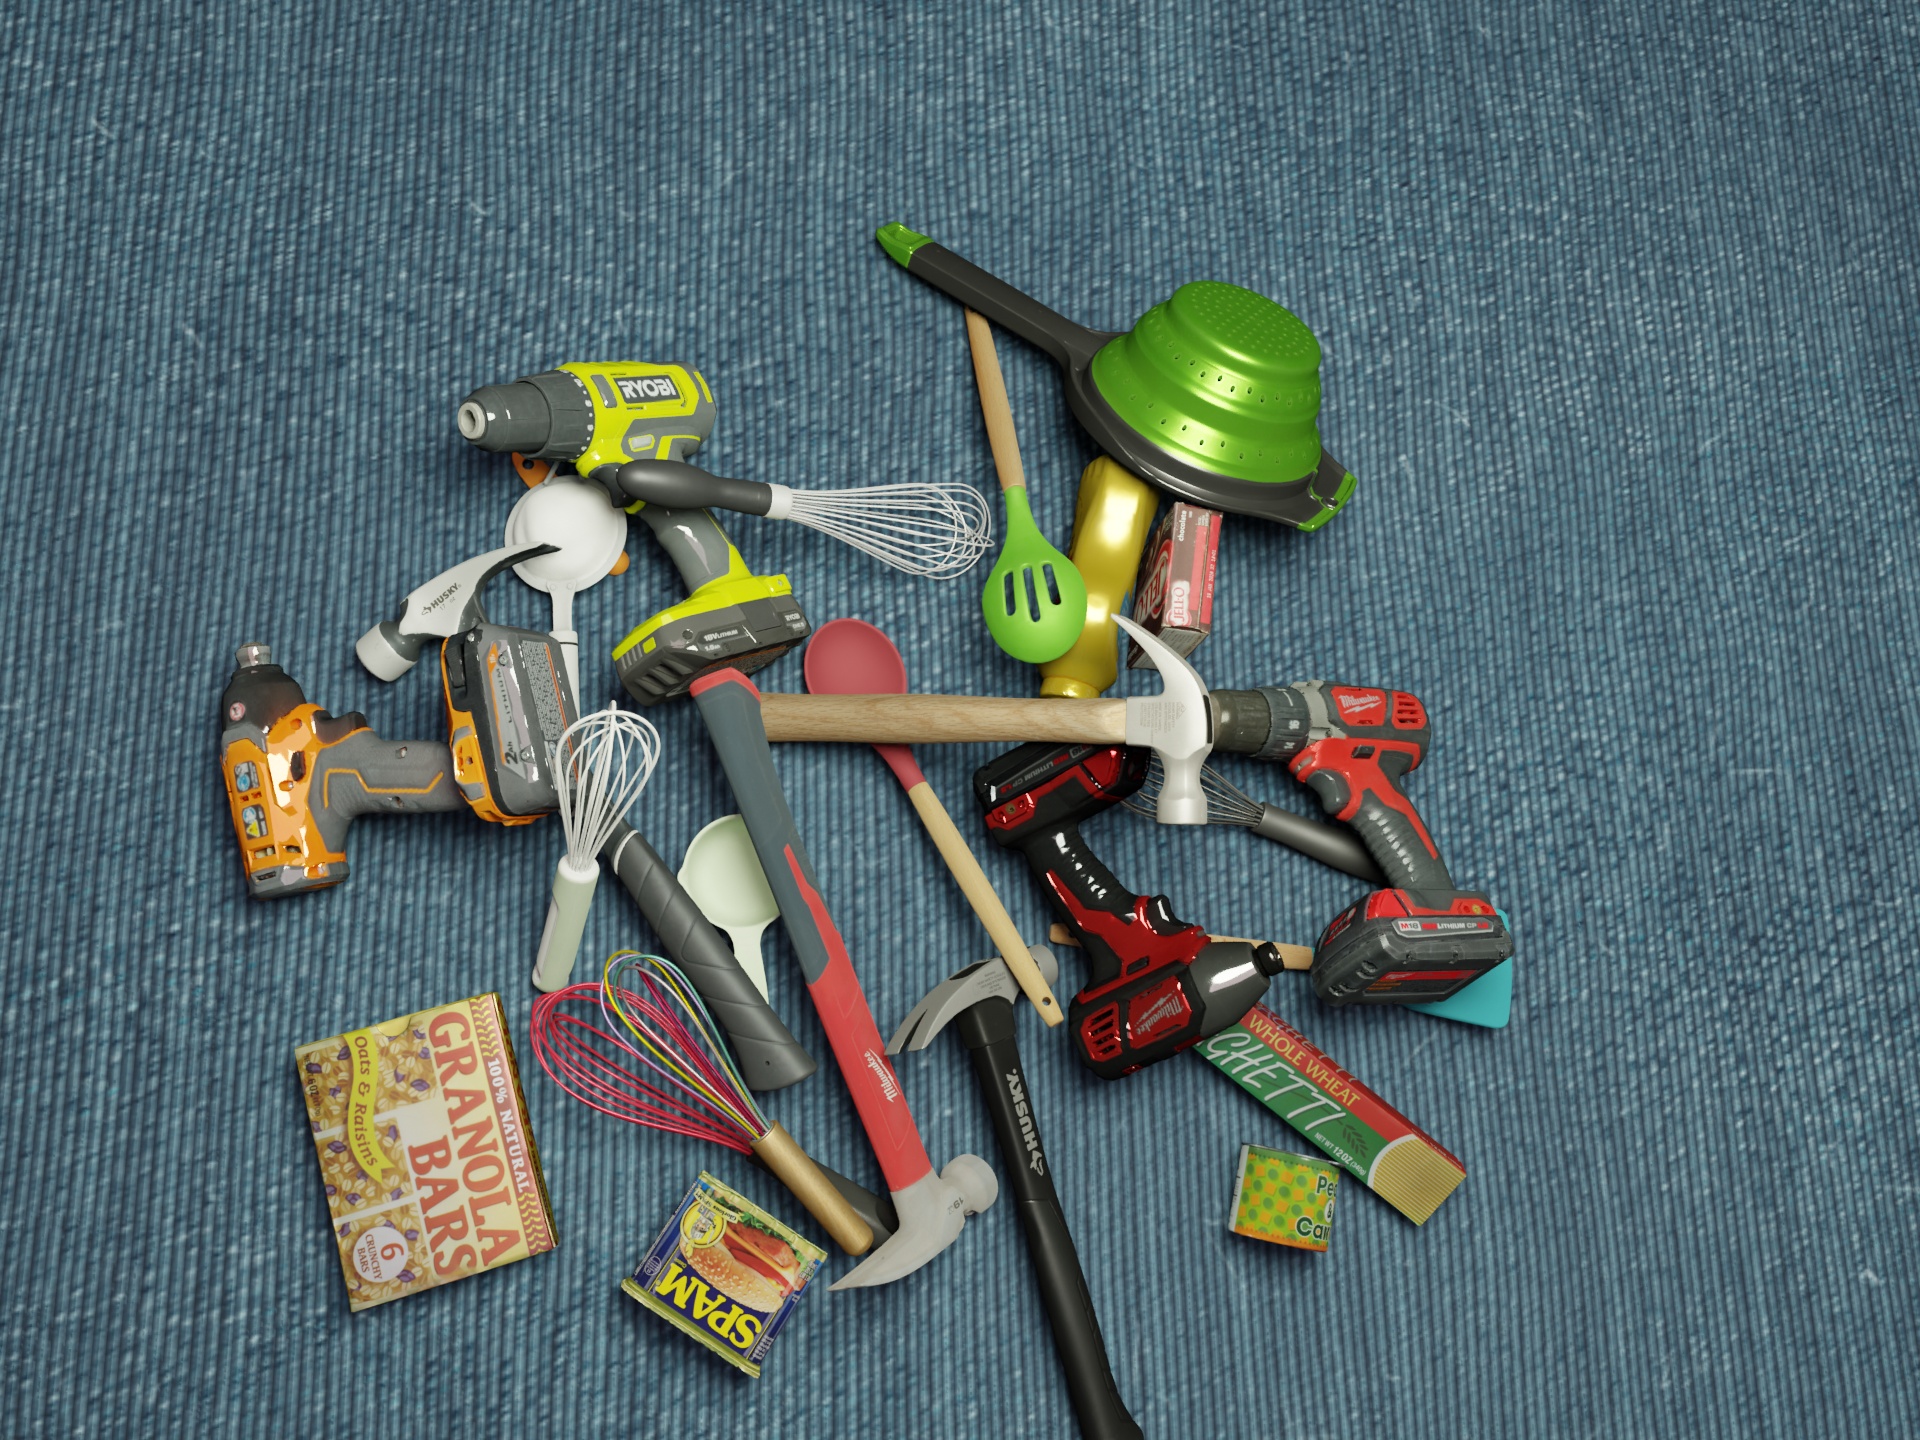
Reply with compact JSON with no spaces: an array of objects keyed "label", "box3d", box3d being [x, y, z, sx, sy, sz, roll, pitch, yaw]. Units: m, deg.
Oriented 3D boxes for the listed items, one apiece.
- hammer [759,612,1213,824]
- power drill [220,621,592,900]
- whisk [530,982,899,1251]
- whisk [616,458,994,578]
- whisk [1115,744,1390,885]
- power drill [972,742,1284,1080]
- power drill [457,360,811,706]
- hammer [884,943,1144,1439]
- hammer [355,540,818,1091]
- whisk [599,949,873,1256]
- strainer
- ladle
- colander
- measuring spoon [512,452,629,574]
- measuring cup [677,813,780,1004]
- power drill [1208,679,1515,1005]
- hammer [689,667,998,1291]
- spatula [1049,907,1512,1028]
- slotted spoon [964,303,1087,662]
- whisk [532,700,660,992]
[{"label":"hammer","box3d":[-0.002,-0.003,1.030,0.331,0.031,0.130,1,88,21]},{"label":"power drill","box3d":[-0.359,0.009,0.994,0.226,0.084,0.164,-15,85,13]},{"label":"whisk","box3d":[-0.146,0.259,1.015,0.296,0.073,0.073,35,75,-5]},{"label":"whisk","box3d":[-0.095,-0.142,1.060,0.284,0.070,0.070,5,75,-35]},{"label":"whisk","box3d":[0.210,0.071,1.116,0.239,0.055,0.055,21,75,-8]},{"label":"power drill","box3d":[0.109,0.109,1.037,0.143,0.078,0.220,-29,74,19]},{"label":"power drill","box3d":[-0.211,-0.131,1.042,0.190,0.080,0.228,-20,81,-52]},{"label":"hammer","box3d":[0.050,0.321,1.017,0.146,0.035,0.335,-12,84,-48]},{"label":"hammer","box3d":[-0.222,0.066,1.027,0.149,0.036,0.409,-38,83,8]},{"label":"whisk","box3d":[-0.132,0.233,0.972,0.051,0.047,0.245,-38,101,1]},{"label":"strainer","box3d":[-0.268,-0.063,1.074,0.087,0.050,0.258,-4,84,6]},{"label":"ladle","box3d":[-0.015,0.065,1.064,0.069,0.031,0.316,-26,70,-13]},{"label":"colander","box3d":[0.115,-0.283,1.121,0.397,0.094,0.204,33,40,12]},{"label":"measuring spoon","box3d":[-0.273,-0.148,1.110,0.021,0.011,0.117,-41,86,-15]},{"label":"measuring cup","box3d":[-0.140,0.146,1.052,0.083,0.038,0.168,-5,83,-5]},{"label":"power drill","box3d":[0.253,0.071,1.064,0.187,0.080,0.227,3,56,-24]},{"label":"hammer","box3d":[-0.096,0.154,0.993,0.143,0.038,0.386,-20,87,-53]},{"label":"spatula","box3d":[0.220,0.159,1.098,0.317,0.044,0.082,6,76,-6]},{"label":"slotted spoon","box3d":[0.031,-0.179,1.109,0.070,0.031,0.314,-14,59,7]},{"label":"whisk","box3d":[-0.231,0.084,0.967,0.059,0.246,0.058,3,41,-25]}]
